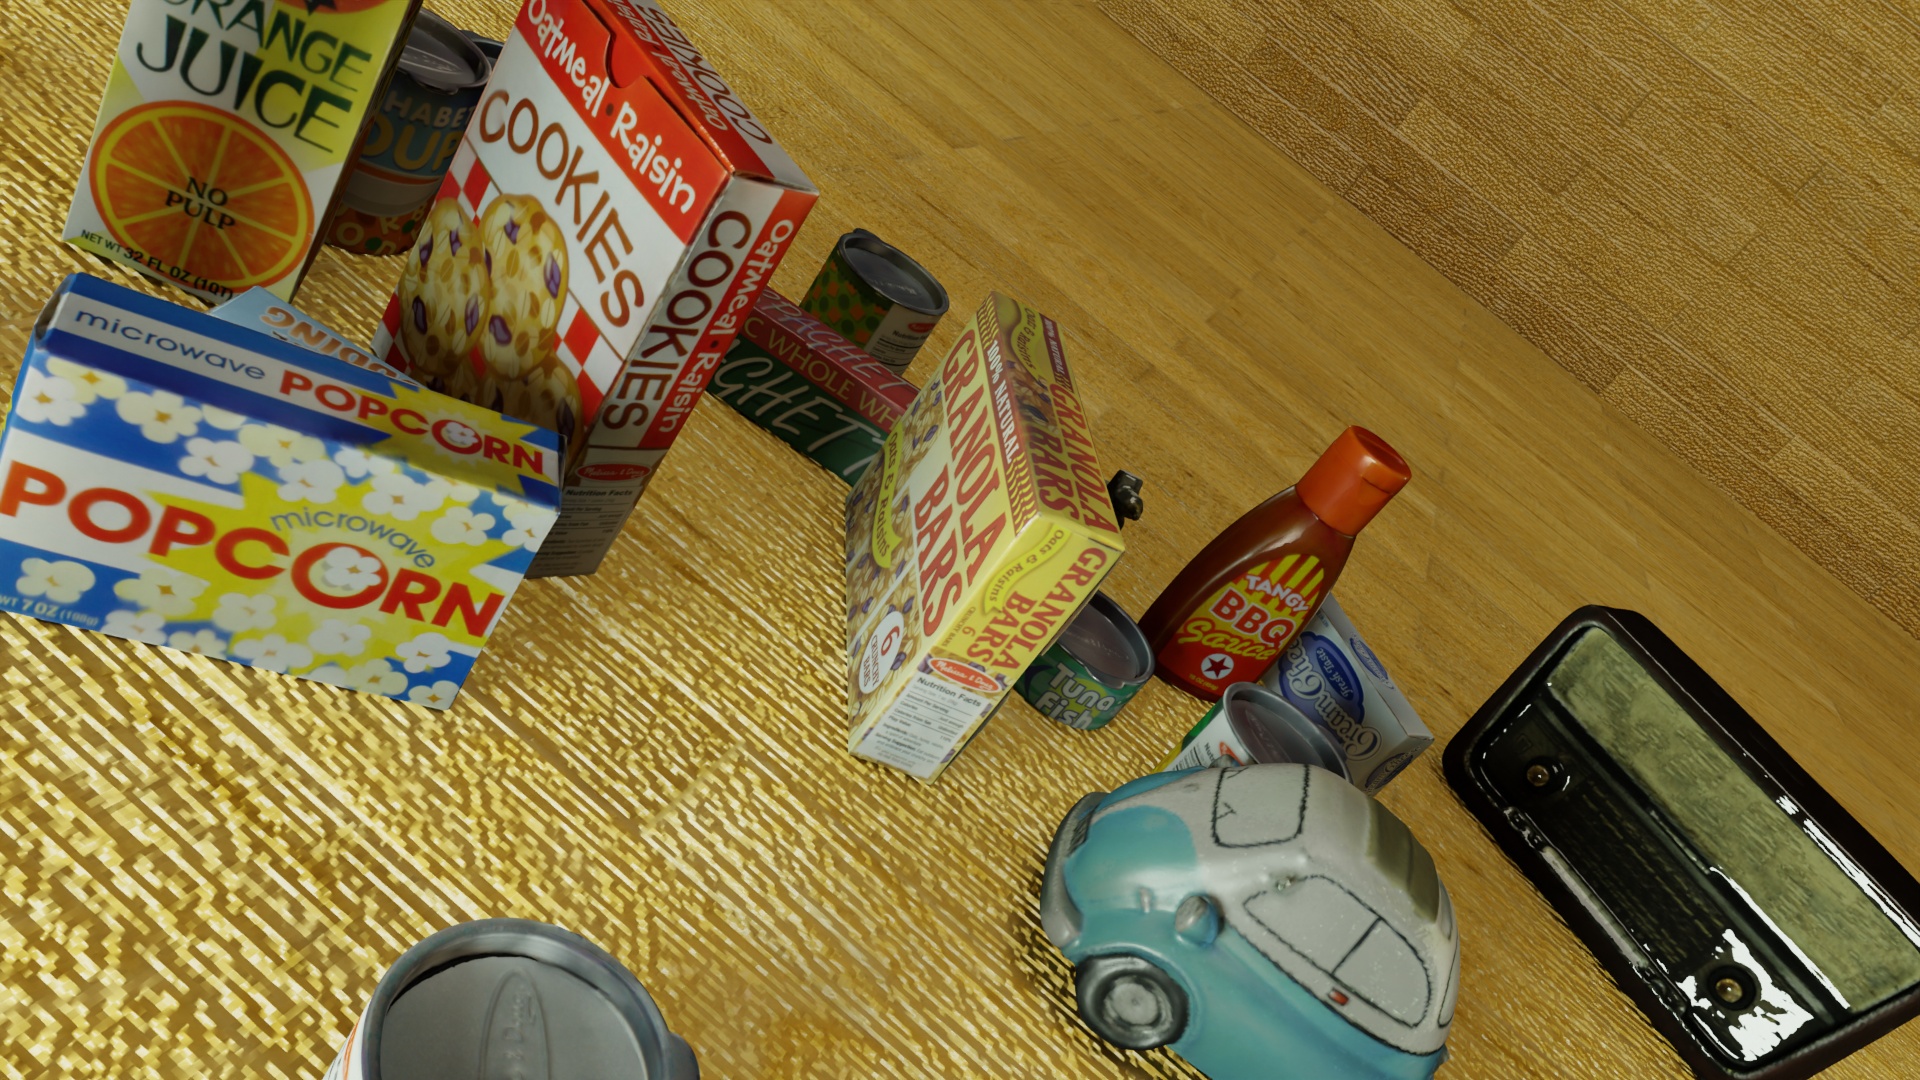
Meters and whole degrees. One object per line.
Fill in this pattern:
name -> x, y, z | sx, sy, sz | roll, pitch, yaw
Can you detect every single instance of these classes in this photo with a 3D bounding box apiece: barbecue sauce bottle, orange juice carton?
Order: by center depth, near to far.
orange juice carton -> -0.225, -0.175, 0.463 | 0.072, 0.191, 0.073 | 24, 30, -24
barbecue sauce bottle -> 0.149, 0.011, 0.656 | 0.065, 0.148, 0.044 | 27, 29, -19

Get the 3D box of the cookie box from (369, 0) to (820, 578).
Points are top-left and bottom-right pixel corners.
cookie box -> -0.131, -0.089, 0.467 | 0.040, 0.166, 0.123 | -2, 46, -51

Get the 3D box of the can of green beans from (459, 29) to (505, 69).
can of green beans -> -0.214, -0.190, 0.645 | 0.071, 0.057, 0.071 | 28, 29, -17

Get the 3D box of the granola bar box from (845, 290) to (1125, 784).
granola bar box -> 0.002, -0.007, 0.541 | 0.039, 0.123, 0.166 | 26, 29, -21

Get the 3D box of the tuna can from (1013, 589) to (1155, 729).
tuna can -> 0.050, 0.050, 0.607 | 0.071, 0.032, 0.071 | 28, 29, -17

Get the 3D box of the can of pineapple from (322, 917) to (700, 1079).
can of pineapple -> -0.100, 0.125, 0.292 | 0.071, 0.057, 0.071 | 28, 29, -17

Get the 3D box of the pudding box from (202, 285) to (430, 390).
pudding box -> -0.198, -0.035, 0.433 | 0.083, 0.049, 0.030 | 32, 28, -10

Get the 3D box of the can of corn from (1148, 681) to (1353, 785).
can of corn -> 0.121, 0.103, 0.580 | 0.071, 0.058, 0.071 | 28, 29, -17

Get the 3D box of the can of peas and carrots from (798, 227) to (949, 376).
can of peas and carrots -> -0.050, -0.118, 0.723 | 0.071, 0.058, 0.071 | 28, 29, -17

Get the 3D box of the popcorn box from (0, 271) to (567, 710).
popcorn box -> -0.182, -0.008, 0.371 | 0.127, 0.085, 0.038 | 20, 32, -30

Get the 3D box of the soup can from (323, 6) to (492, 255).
soup can -> -0.234, -0.165, 0.555 | 0.071, 0.083, 0.072 | 28, 29, -17

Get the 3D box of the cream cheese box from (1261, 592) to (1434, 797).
cream cheese box -> 0.189, 0.077, 0.703 | 0.024, 0.053, 0.104 | 15, 34, -36

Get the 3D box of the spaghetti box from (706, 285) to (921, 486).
spaghetti box -> -0.045, -0.054, 0.640 | 0.250, 0.050, 0.029 | 33, 27, -7
